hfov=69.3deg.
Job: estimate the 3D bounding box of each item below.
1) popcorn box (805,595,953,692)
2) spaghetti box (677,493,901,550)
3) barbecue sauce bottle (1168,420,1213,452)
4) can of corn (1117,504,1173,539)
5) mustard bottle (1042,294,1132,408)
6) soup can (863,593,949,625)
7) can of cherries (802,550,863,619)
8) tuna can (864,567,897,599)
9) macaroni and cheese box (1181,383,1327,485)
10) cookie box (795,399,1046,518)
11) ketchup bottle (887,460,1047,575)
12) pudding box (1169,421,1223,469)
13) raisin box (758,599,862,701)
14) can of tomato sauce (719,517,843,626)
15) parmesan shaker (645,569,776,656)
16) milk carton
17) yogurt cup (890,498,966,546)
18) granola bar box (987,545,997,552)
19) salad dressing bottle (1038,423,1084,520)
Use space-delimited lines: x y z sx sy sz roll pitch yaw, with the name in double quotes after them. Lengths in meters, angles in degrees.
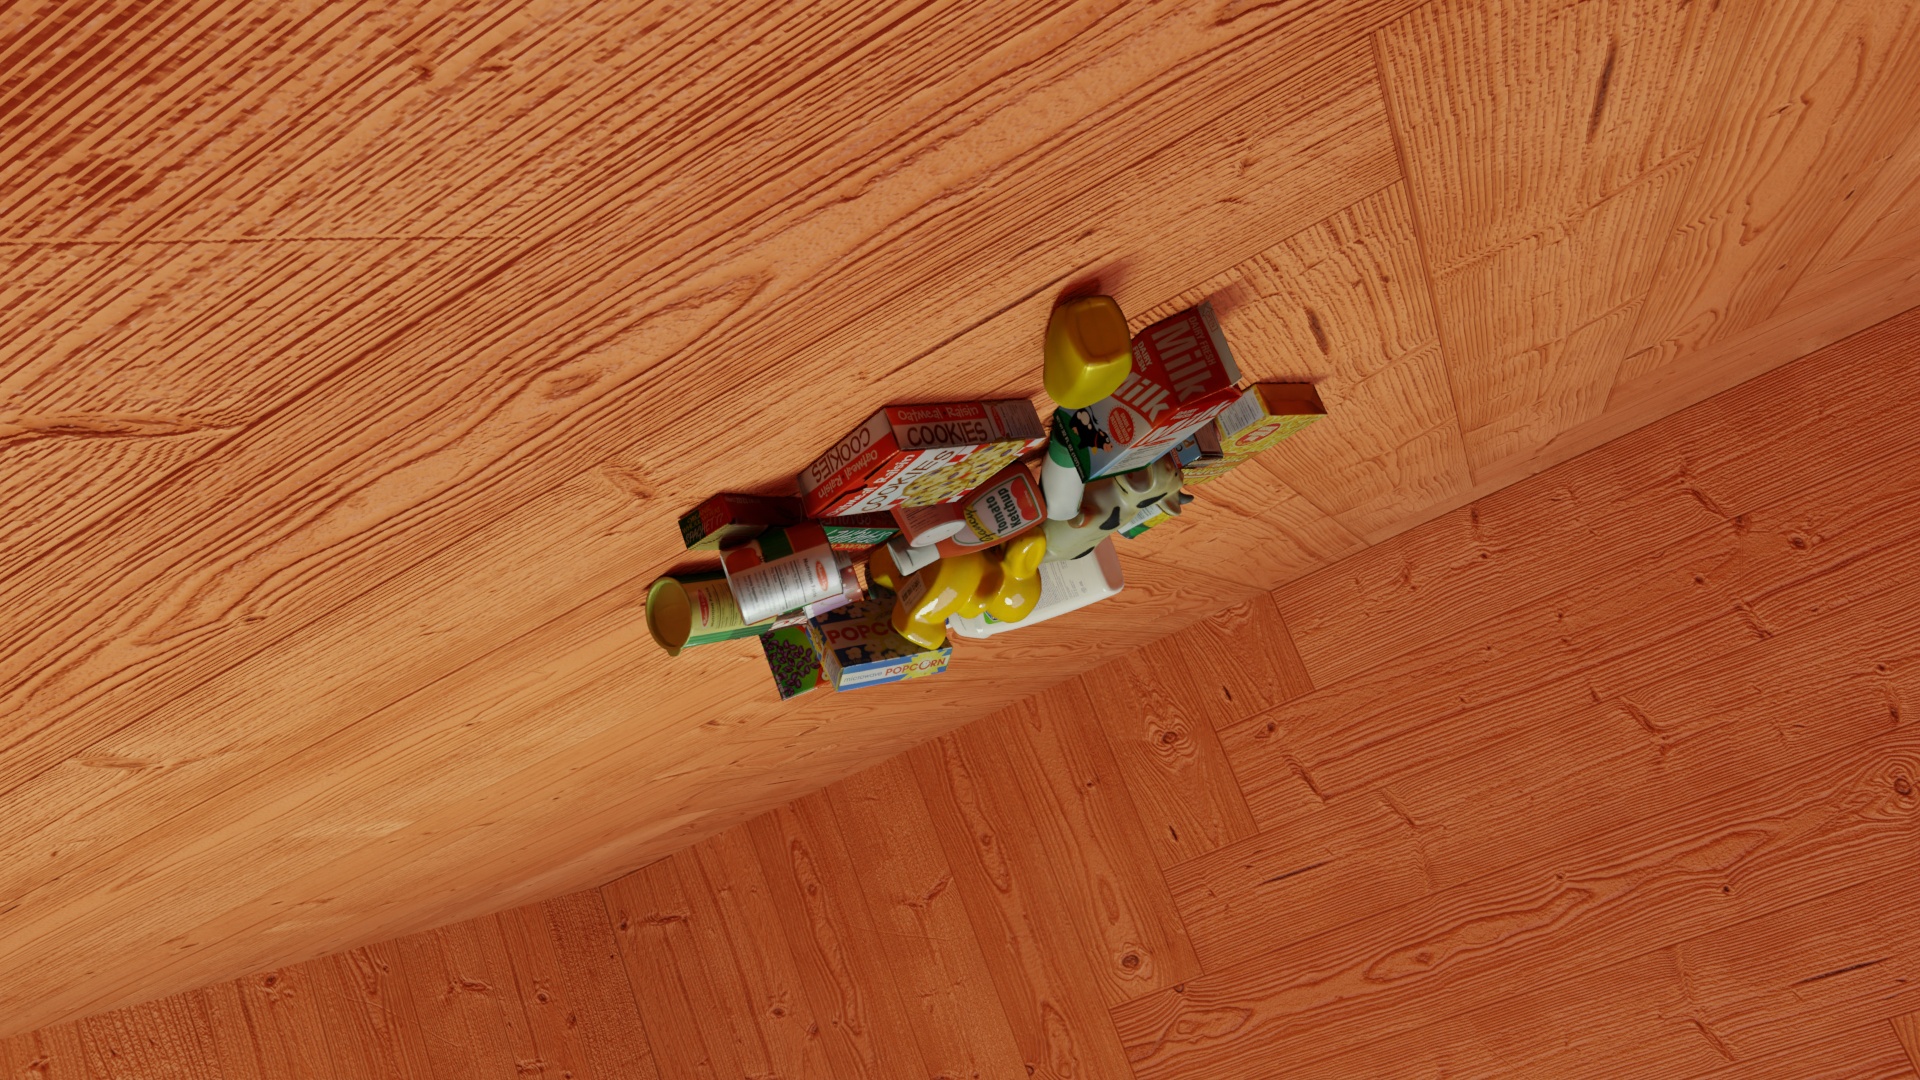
-0.083 0.101 1.402 0.127 0.085 0.038 -8 134 -29 "popcorn box"
-0.138 -0.013 1.186 0.050 0.029 0.250 -29 166 27 "spaghetti box"
0.216 -0.110 1.344 0.065 0.044 0.148 -32 165 15 "barbecue sauce bottle"
0.199 -0.044 1.540 0.058 0.071 0.071 -30 165 31 "can of corn"
0.088 -0.129 1.016 0.049 0.065 0.160 -15 172 -6 "mustard bottle"
-0.063 0.081 1.611 0.084 0.071 0.071 -20 167 -9 "soup can"
-0.129 0.035 1.310 0.058 0.071 0.071 -21 167 -8 "can of cherries"
-0.077 0.054 1.485 0.033 0.071 0.071 -21 167 2 "tuna can"
0.285 -0.109 1.468 0.124 0.040 0.166 -6 160 -48 "macaroni and cheese box"
-0.031 -0.066 1.121 0.168 0.040 0.122 -9 162 -45 "cookie box"
0.005 -0.016 1.297 0.149 0.064 0.043 -27 -160 -9 "ketchup bottle"
0.200 -0.107 1.240 0.030 0.084 0.050 -27 167 34 "pudding box"
-0.159 0.121 1.574 0.123 0.086 0.040 -20 173 -8 "raisin box"
-0.144 0.025 1.116 0.083 0.071 0.071 -19 167 -12 "can of tomato sauce"
-0.224 0.063 1.261 0.071 0.071 0.103 -32 164 37 "parmesan shaker"
0.162 -0.121 1.143 0.074 0.072 0.189 -14 166 -32 "milk carton"
-0.029 -0.029 1.243 0.072 0.054 0.072 -21 167 -5 "yogurt cup"
0.042 0.007 1.547 0.166 0.039 0.123 -13 165 -35 "granola bar box"
0.097 -0.067 1.292 0.044 0.064 0.147 2 158 0 "salad dressing bottle"
